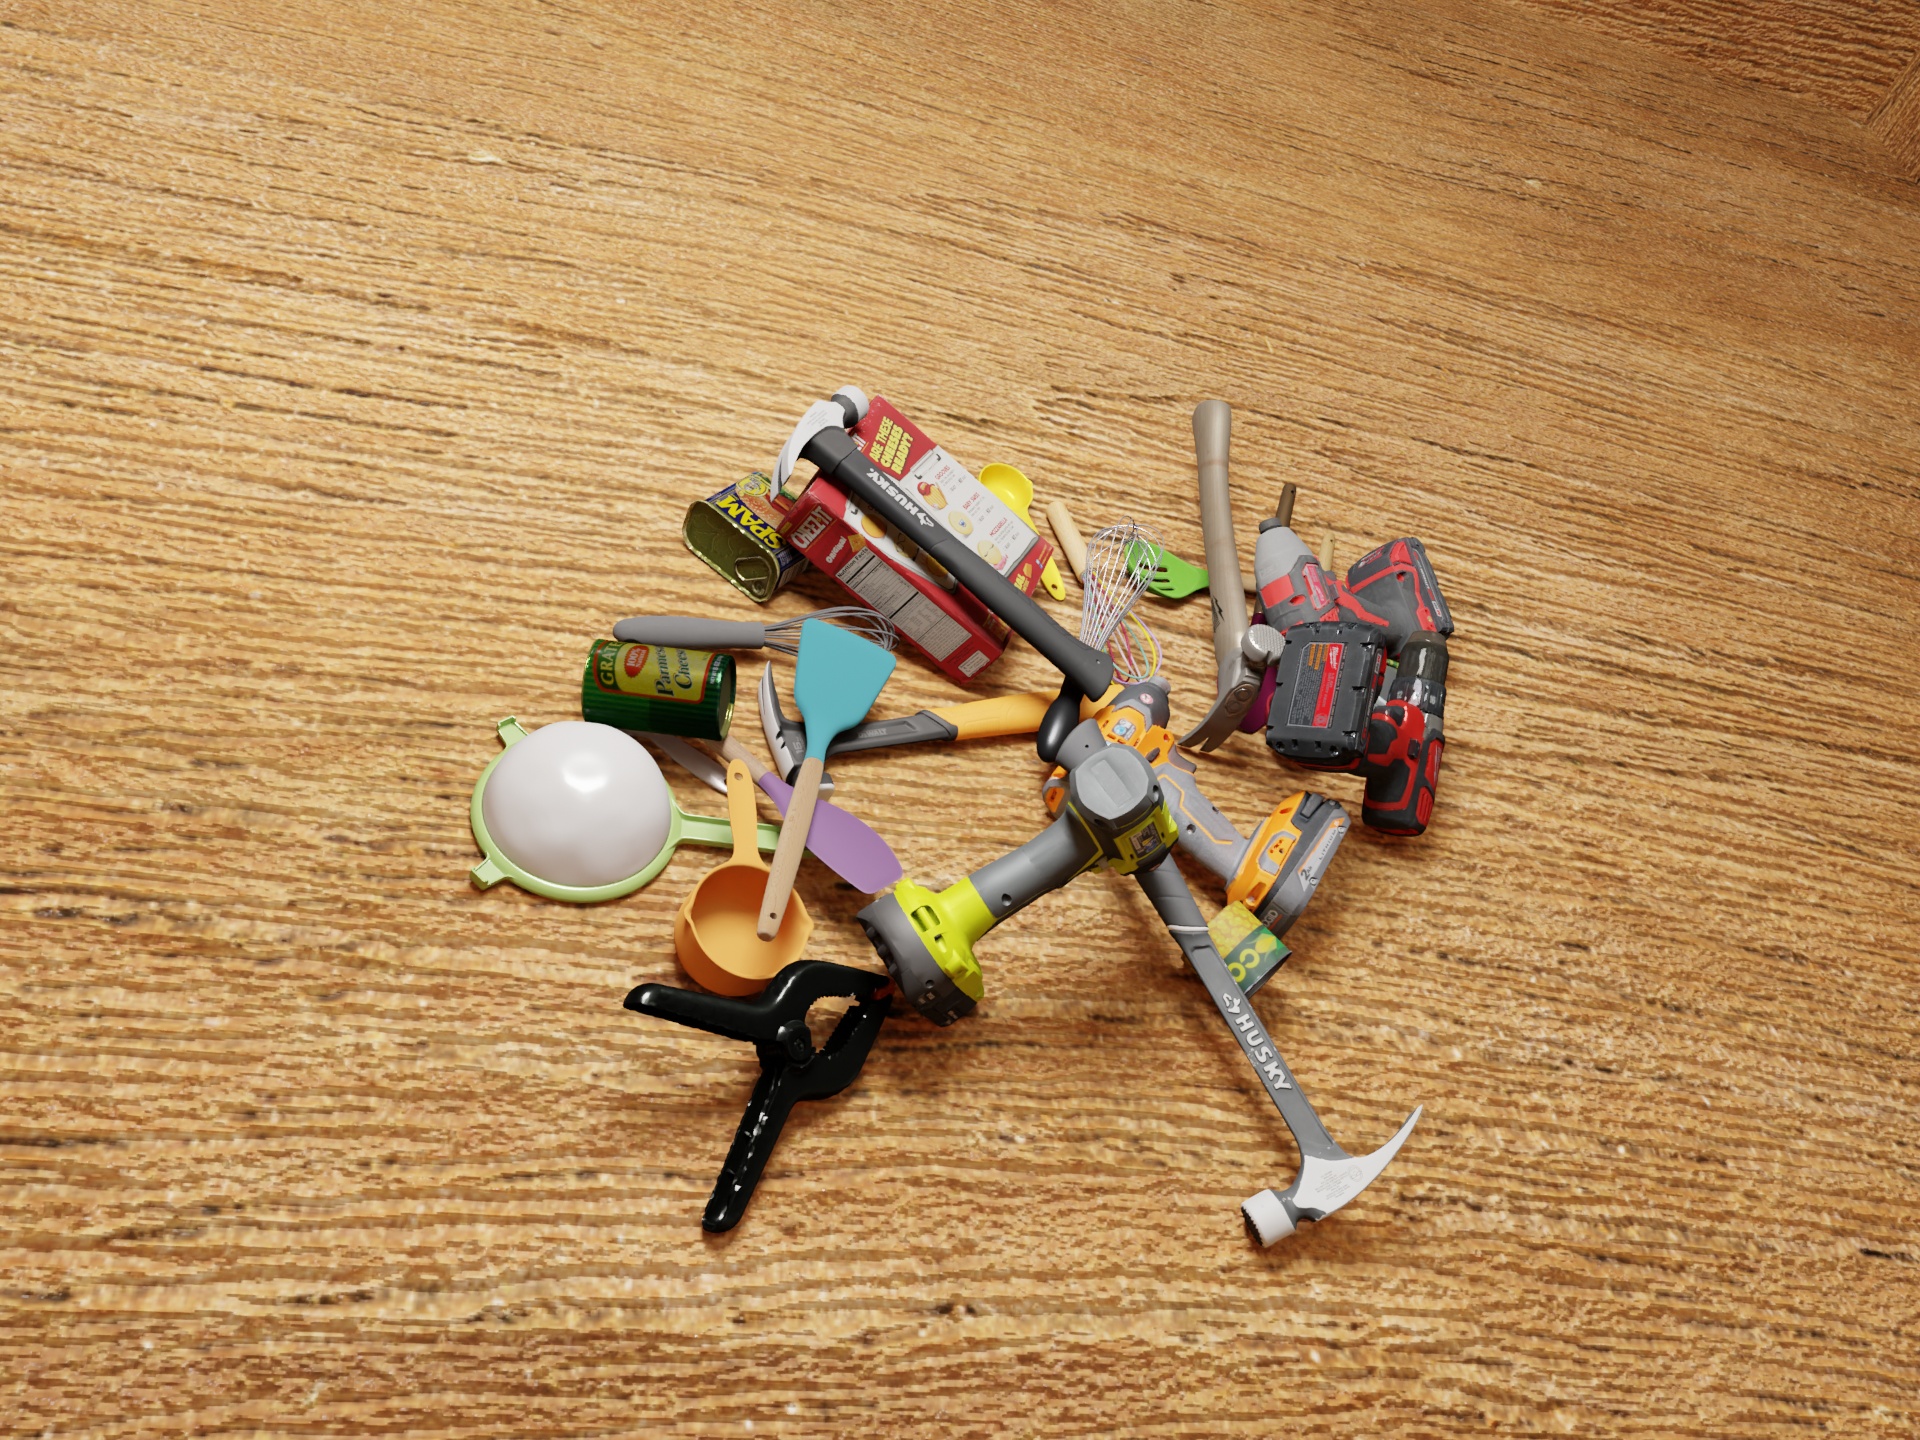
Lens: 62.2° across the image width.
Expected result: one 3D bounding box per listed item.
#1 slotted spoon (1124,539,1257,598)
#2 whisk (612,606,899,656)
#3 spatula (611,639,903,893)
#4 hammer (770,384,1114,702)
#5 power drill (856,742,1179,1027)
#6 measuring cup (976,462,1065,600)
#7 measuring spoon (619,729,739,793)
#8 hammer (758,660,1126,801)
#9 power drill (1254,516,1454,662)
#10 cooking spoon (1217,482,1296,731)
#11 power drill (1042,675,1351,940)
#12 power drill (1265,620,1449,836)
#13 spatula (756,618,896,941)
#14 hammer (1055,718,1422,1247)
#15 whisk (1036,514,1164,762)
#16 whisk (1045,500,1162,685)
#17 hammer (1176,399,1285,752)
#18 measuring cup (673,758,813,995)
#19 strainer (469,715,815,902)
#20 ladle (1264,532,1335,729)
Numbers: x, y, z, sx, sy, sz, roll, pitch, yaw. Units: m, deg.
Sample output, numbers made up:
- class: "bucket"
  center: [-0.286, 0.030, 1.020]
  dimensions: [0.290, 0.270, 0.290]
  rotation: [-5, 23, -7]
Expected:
- class: "slotted spoon"
  center: [0.298, -0.132, 1.580]
  dimensions: [0.313, 0.031, 0.070]
  rotation: [6, 50, -21]
- class: "whisk"
  center: [-0.164, -0.070, 1.305]
  dimensions: [0.239, 0.055, 0.055]
  rotation: [1, 51, -21]
- class: "spatula"
  center: [-0.165, 0.029, 1.214]
  dimensions: [0.316, 0.018, 0.060]
  rotation: [37, 37, 22]
- class: "hammer"
  center: [-0.008, -0.132, 1.299]
  dimensions: [0.335, 0.035, 0.146]
  rotation: [41, 44, -2]
- class: "power drill"
  center: [0.051, 0.118, 1.125]
  dimensions: [0.223, 0.171, 0.080]
  rotation: [-34, 65, -1]
- class: "measuring cup"
  center: [0.059, -0.175, 1.521]
  dimensions: [0.062, 0.029, 0.157]
  rotation: [-13, 69, -32]
- class: "measuring spoon"
  center: [-0.216, 0.019, 1.229]
  dimensions: [0.124, 0.018, 0.034]
  rotation: [34, 46, 8]
- class: "hammer"
  center: [-0.002, -0.004, 1.332]
  dimensions: [0.336, 0.034, 0.127]
  rotation: [-7, 55, -28]
- class: "power drill"
  center: [0.364, -0.121, 1.512]
  dimensions: [0.219, 0.078, 0.143]
  rotation: [-2, 68, -42]
- class: "cooking spoon"
  center: [0.295, -0.118, 1.542]
  dimensions: [0.068, 0.017, 0.319]
  rotation: [32, 53, -16]
- class: "power drill"
  center: [0.201, 0.062, 1.319]
  dimensions: [0.226, 0.084, 0.164]
  rotation: [32, 56, 9]
- class: "power drill"
  center: [0.356, -0.015, 1.362]
  dimensions: [0.226, 0.080, 0.188]
  rotation: [28, 72, -49]
- class: "spatula"
  center: [-0.111, 0.041, 1.174]
  dimensions: [0.082, 0.044, 0.318]
  rotation: [24, 36, -12]
- class: "hammer"
  center: [0.185, 0.171, 1.191]
  dimensions: [0.149, 0.036, 0.409]
  rotation: [-26, 68, -8]
- class: "whisk"
  center: [0.117, -0.074, 1.379]
  dimensions: [0.070, 0.070, 0.285]
  rotation: [24, 54, -2]
- class: "whisk"
  center: [0.124, -0.119, 1.486]
  dimensions: [0.051, 0.047, 0.245]
  rotation: [-2, 48, -24]
- class: "hammer"
  center: [0.240, -0.157, 1.498]
  dimensions: [0.038, 0.146, 0.411]
  rotation: [16, 45, -12]
- class: "measuring cup"
  center: [-0.162, 0.113, 1.134]
  dimensions: [0.095, 0.052, 0.174]
  rotation: [9, 54, -27]
- class: "strainer"
  center: [-0.221, 0.060, 1.156]
  dimensions: [0.256, 0.069, 0.152]
  rotation: [9, 48, -14]
- class: "ladle"
  center: [0.335, -0.077, 1.529]
  dimensions: [0.069, 0.031, 0.316]
  rotation: [36, 48, -17]
